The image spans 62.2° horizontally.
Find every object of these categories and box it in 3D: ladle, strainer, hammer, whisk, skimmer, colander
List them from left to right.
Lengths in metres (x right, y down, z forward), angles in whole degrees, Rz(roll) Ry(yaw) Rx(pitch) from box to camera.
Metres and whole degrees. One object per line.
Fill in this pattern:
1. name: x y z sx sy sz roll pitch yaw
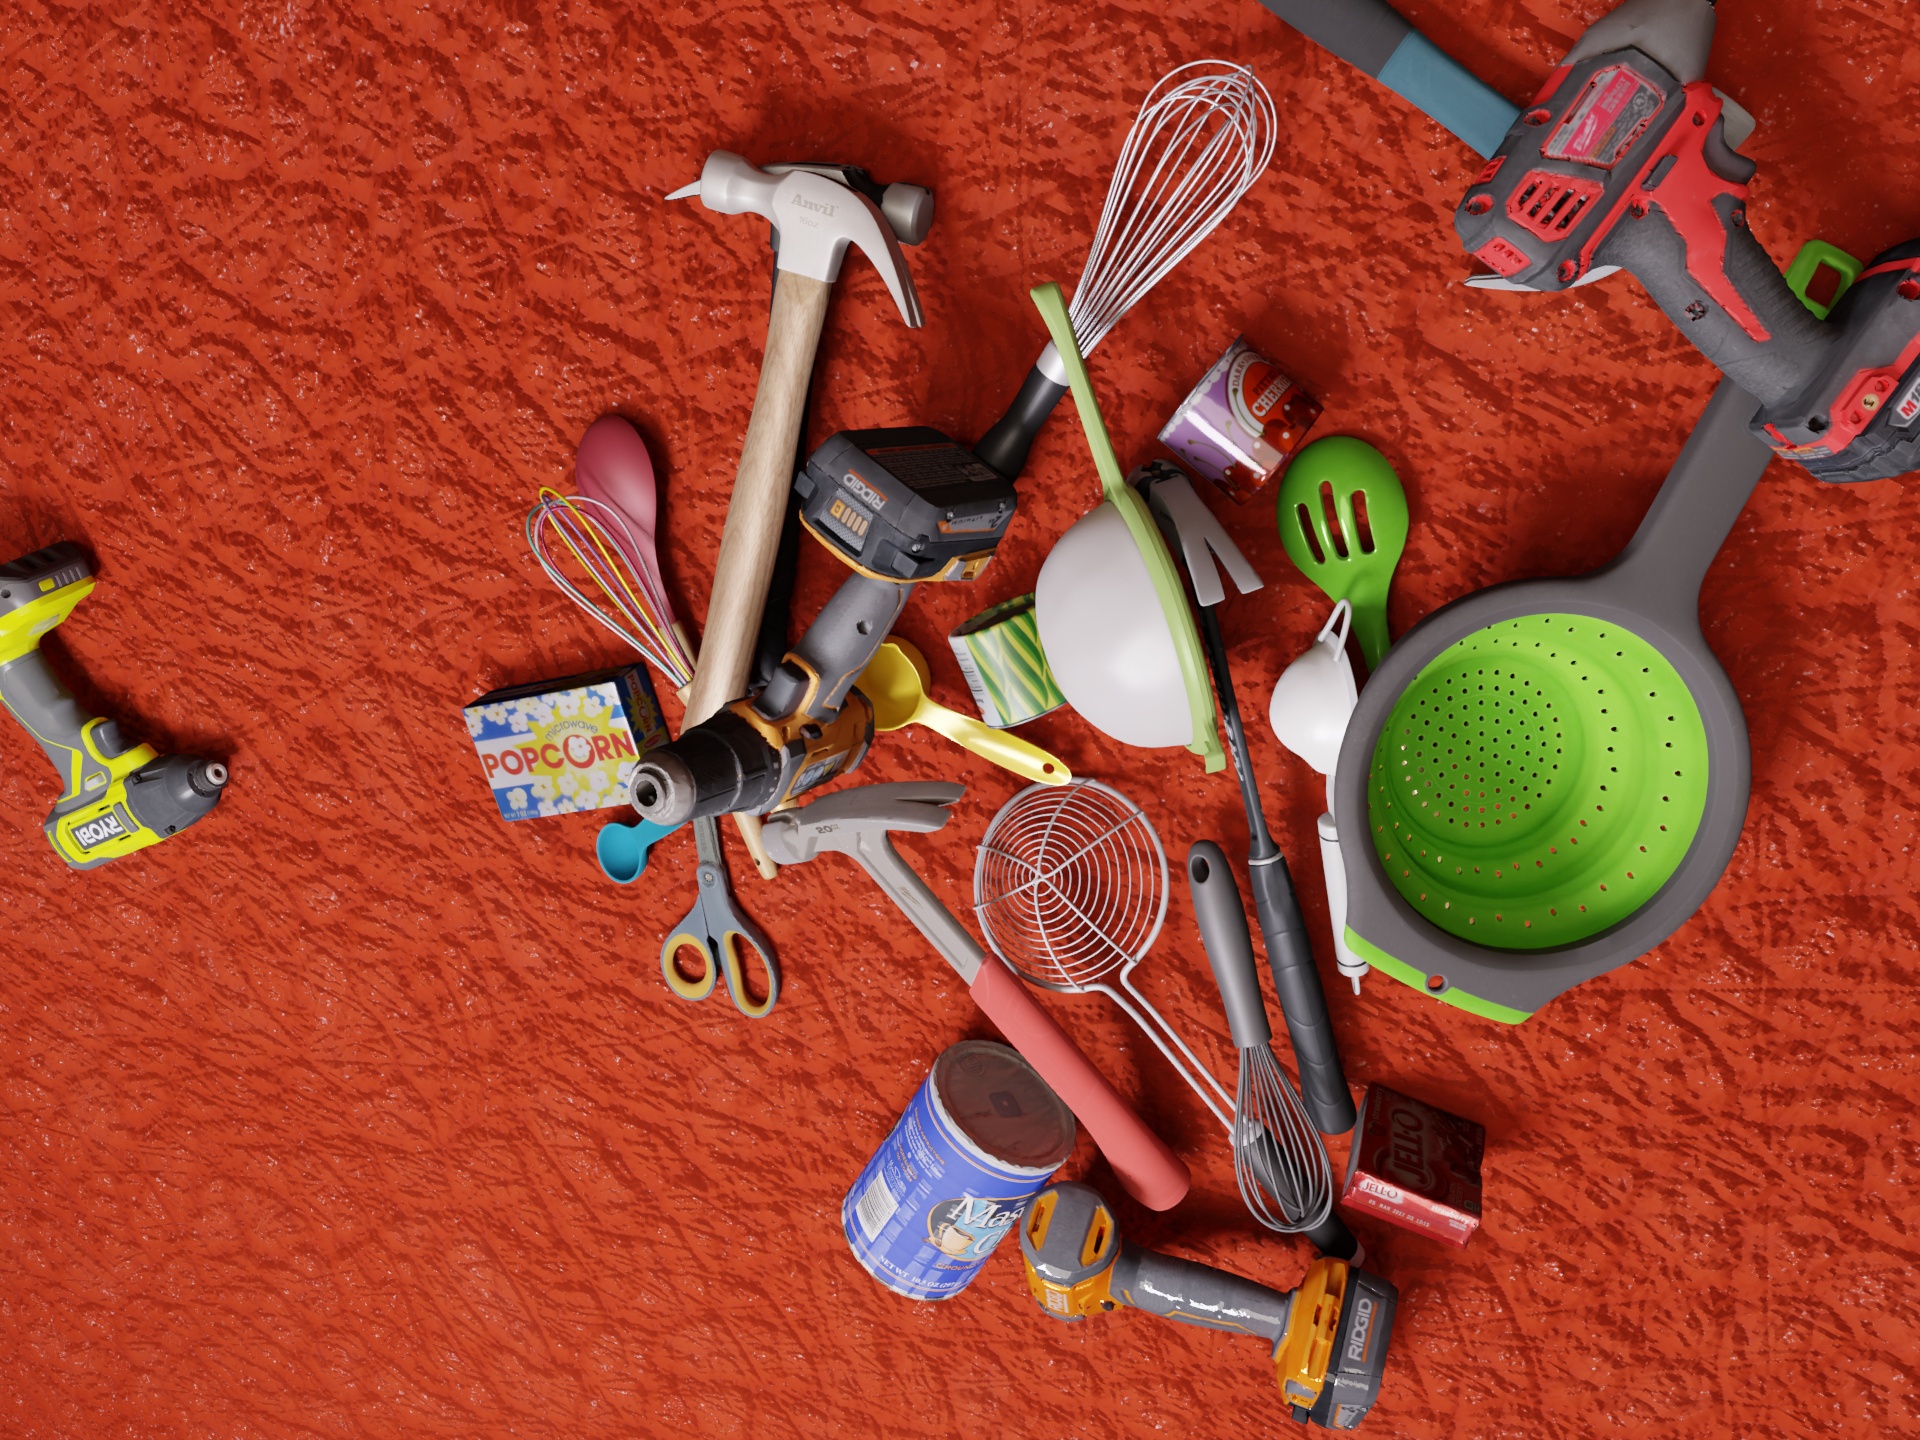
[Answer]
1. whisk: -0.178 -0.040 0.963 0.047 0.051 0.245 -30 102 36
2. ladle: -0.175 -0.038 1.007 0.069 0.031 0.315 -3 114 42
3. hammer: -0.107 -0.134 0.888 0.130 0.031 0.331 18 111 10
4. hammer: -0.110 -0.155 0.932 0.146 0.035 0.334 16 116 13
5. hammer: 0.039 0.170 0.925 0.149 0.037 0.358 -10 128 45
6. strainer: 0.061 -0.092 0.821 0.069 0.151 0.256 -20 105 0
7. whisk: 0.070 -0.215 0.834 0.070 0.070 0.284 37 124 2
8. skimmer: 0.143 0.195 0.986 0.127 0.090 0.363 -33 108 20
9. whisk: 0.168 0.185 0.925 0.055 0.055 0.239 -13 92 24
10. hammer: 0.168 0.063 0.880 0.036 0.149 0.408 -18 113 0
11. strainer: 0.206 0.053 0.885 0.050 0.087 0.258 -14 118 1
12. hammer: 0.196 -0.325 0.752 0.331 0.033 0.128 38 118 3
13. colander: 0.317 -0.048 0.798 0.204 0.094 0.397 25 100 -6

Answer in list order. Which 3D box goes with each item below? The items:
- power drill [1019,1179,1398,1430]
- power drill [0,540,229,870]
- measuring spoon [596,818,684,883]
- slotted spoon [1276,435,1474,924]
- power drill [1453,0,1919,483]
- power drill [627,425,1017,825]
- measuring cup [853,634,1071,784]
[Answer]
1. power drill: 0.149 0.371 1.011 0.226 0.084 0.164 15 150 14
2. power drill: -0.644 -0.009 1.166 0.171 0.080 0.223 -19 107 26
3. measuring spoon: -0.195 0.068 1.055 0.128 0.021 0.042 -34 80 33
4. slotted spoon: 0.241 -0.003 0.871 0.070 0.031 0.313 -12 108 31
5. power drill: 0.340 -0.212 0.684 0.219 0.078 0.143 34 98 -1
6. power drill: -0.079 -0.042 0.851 0.084 0.185 0.226 39 116 16
7. measuring cup: -0.002 -0.003 0.960 0.156 0.029 0.062 26 118 6
